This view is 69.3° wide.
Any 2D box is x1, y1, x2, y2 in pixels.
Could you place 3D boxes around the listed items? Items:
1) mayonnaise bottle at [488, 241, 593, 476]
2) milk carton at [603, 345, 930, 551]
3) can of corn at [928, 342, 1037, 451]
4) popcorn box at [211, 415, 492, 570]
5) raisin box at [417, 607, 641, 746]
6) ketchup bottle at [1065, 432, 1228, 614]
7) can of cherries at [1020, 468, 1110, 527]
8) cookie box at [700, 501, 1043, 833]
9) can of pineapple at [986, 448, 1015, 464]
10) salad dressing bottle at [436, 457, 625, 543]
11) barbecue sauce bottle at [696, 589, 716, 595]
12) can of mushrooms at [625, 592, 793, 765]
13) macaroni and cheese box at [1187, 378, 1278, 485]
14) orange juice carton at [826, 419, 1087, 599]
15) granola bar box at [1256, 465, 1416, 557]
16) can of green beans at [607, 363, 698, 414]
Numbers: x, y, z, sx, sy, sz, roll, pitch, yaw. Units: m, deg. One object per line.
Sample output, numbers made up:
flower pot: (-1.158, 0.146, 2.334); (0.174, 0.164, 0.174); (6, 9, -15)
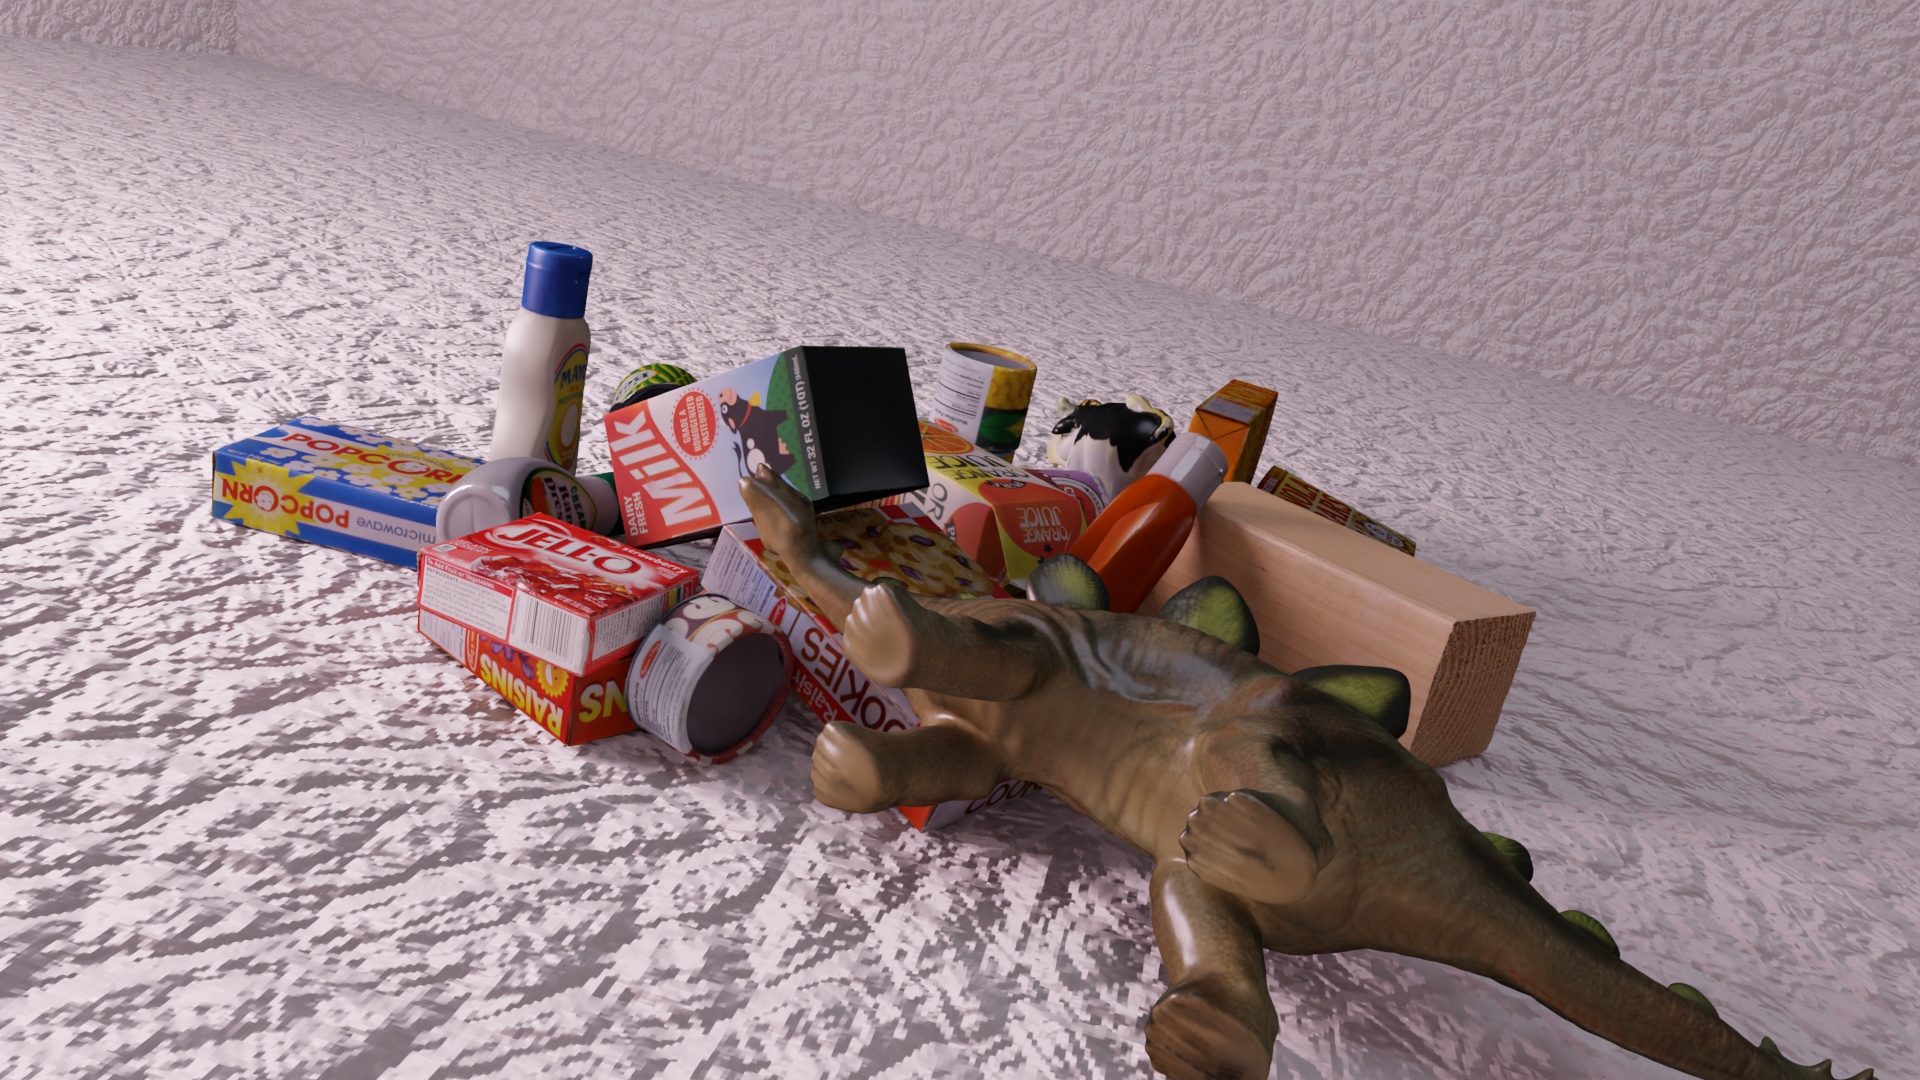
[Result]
mayonnaise bottle: (-0.245, -0.100, 0.820); (0.041, 0.147, 0.065); (16, 18, 8)
milk carton: (-0.114, -0.041, 0.700); (0.190, 0.072, 0.073); (-11, -1, 39)
can of corn: (0.017, -0.099, 0.953); (0.071, 0.058, 0.071); (12, 19, -4)
popcorn box: (-0.310, -0.026, 0.731); (0.127, 0.038, 0.085); (14, 19, 3)
raisin box: (-0.173, 0.042, 0.623); (0.123, 0.040, 0.086); (25, 22, 36)
ketchup bottle: (0.096, 0.001, 0.772); (0.043, 0.064, 0.149); (26, 61, 30)
can of cherries: (0.058, -0.014, 0.902); (0.058, 0.071, 0.071); (1, 22, -34)
cookie box: (-0.020, 0.049, 0.638); (0.123, 0.040, 0.168); (-9, 43, -47)
can of pineapple: (-0.001, -0.044, 0.967); (0.071, 0.057, 0.071); (12, 18, -4)
salad dressing bottle: (-0.214, -0.014, 0.734); (0.044, 0.064, 0.148); (-2, 6, 15)
barbecue sauce bottle: (-0.099, 0.025, 0.716); (0.065, 0.043, 0.149); (14, 18, 12)
can of mushrooms: (-0.102, 0.058, 0.580); (0.033, 0.070, 0.071); (25, 21, 31)
macaroni and cheese box: (0.179, -0.042, 0.981); (0.040, 0.123, 0.167); (21, 19, 14)
orange juice carton: (0.003, -0.011, 0.846); (0.072, 0.072, 0.193); (-3, 24, -41)
granola bar box: (0.258, 0.006, 0.991); (0.124, 0.039, 0.166); (31, 22, 11)
can of green beans: (-0.198, -0.080, 0.925); (0.071, 0.071, 0.058); (7, 18, -18)
